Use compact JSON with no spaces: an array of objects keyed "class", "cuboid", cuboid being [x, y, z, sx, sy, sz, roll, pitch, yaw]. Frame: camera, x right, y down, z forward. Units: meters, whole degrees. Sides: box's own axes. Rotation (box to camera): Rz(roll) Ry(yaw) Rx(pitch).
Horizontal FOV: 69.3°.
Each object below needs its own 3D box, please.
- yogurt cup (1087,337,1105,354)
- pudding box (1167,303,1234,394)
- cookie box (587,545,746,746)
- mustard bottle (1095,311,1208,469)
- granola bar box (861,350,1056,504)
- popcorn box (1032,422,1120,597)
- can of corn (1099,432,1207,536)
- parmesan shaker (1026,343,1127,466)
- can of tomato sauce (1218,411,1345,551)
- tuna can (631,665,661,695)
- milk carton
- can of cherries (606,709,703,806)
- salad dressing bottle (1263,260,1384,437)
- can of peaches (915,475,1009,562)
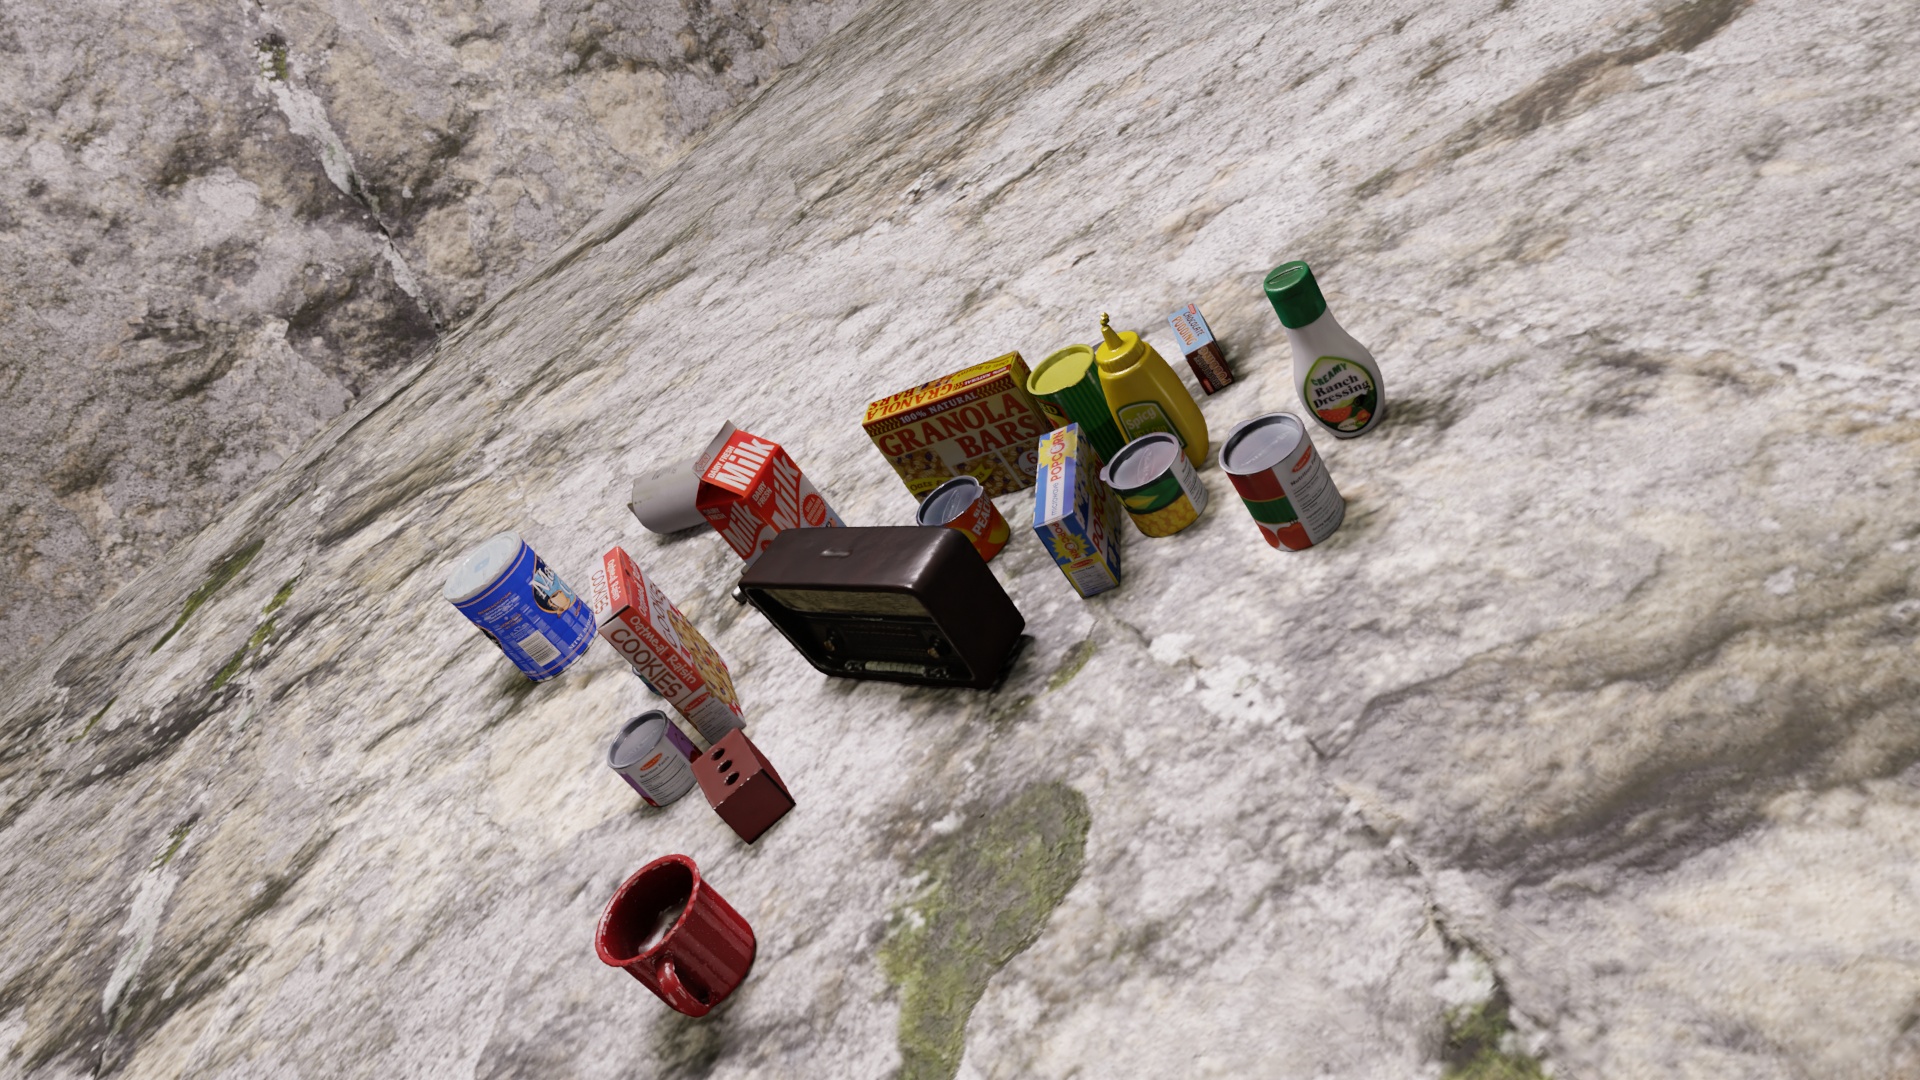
[{"class":"yogurt cup","cuboid":[0.143,-0.151,1.300,0.072,0.053,0.073,-26,32,18]},{"class":"pudding box","cuboid":[0.218,-0.175,1.262,0.030,0.049,0.084,-28,32,14]},{"class":"cookie box","cuboid":[-0.268,0.095,1.265,0.040,0.167,0.123,-37,30,0]},{"class":"mustard bottle","cuboid":[0.150,-0.123,1.151,0.065,0.159,0.049,-14,38,34]},{"class":"granola bar box","cuboid":[0.009,-0.096,1.290,0.165,0.124,0.039,-16,36,30]},{"class":"popcorn box","cuboid":[0.098,-0.026,1.145,0.038,0.085,0.127,-22,33,23]},{"class":"can of corn","cuboid":[0.158,-0.044,1.135,0.071,0.058,0.071,-26,32,18]},{"class":"parmesan shaker","cuboid":[0.113,-0.113,1.230,0.071,0.102,0.072,-26,32,18]},{"class":"can of tomato sauce","cuboid":[0.238,-0.044,1.031,0.071,0.083,0.071,-26,32,18]},{"class":"tuna can","cuboid":[-0.290,0.120,1.385,0.071,0.032,0.071,-26,32,18]},{"class":"milk carton","cuboid":[-0.180,-0.024,1.316,0.073,0.190,0.073,-8,41,39]},{"class":"can of cherries","cuboid":[-0.272,0.193,1.242,0.071,0.058,0.072,-26,32,18]},{"class":"salad dressing bottle","cuboid":[0.278,-0.146,1.068,0.064,0.147,0.044,-22,33,23]},{"class":"can of peaches","cuboid":[0.004,-0.016,1.250,0.071,0.058,0.071,-26,32,18]}]
